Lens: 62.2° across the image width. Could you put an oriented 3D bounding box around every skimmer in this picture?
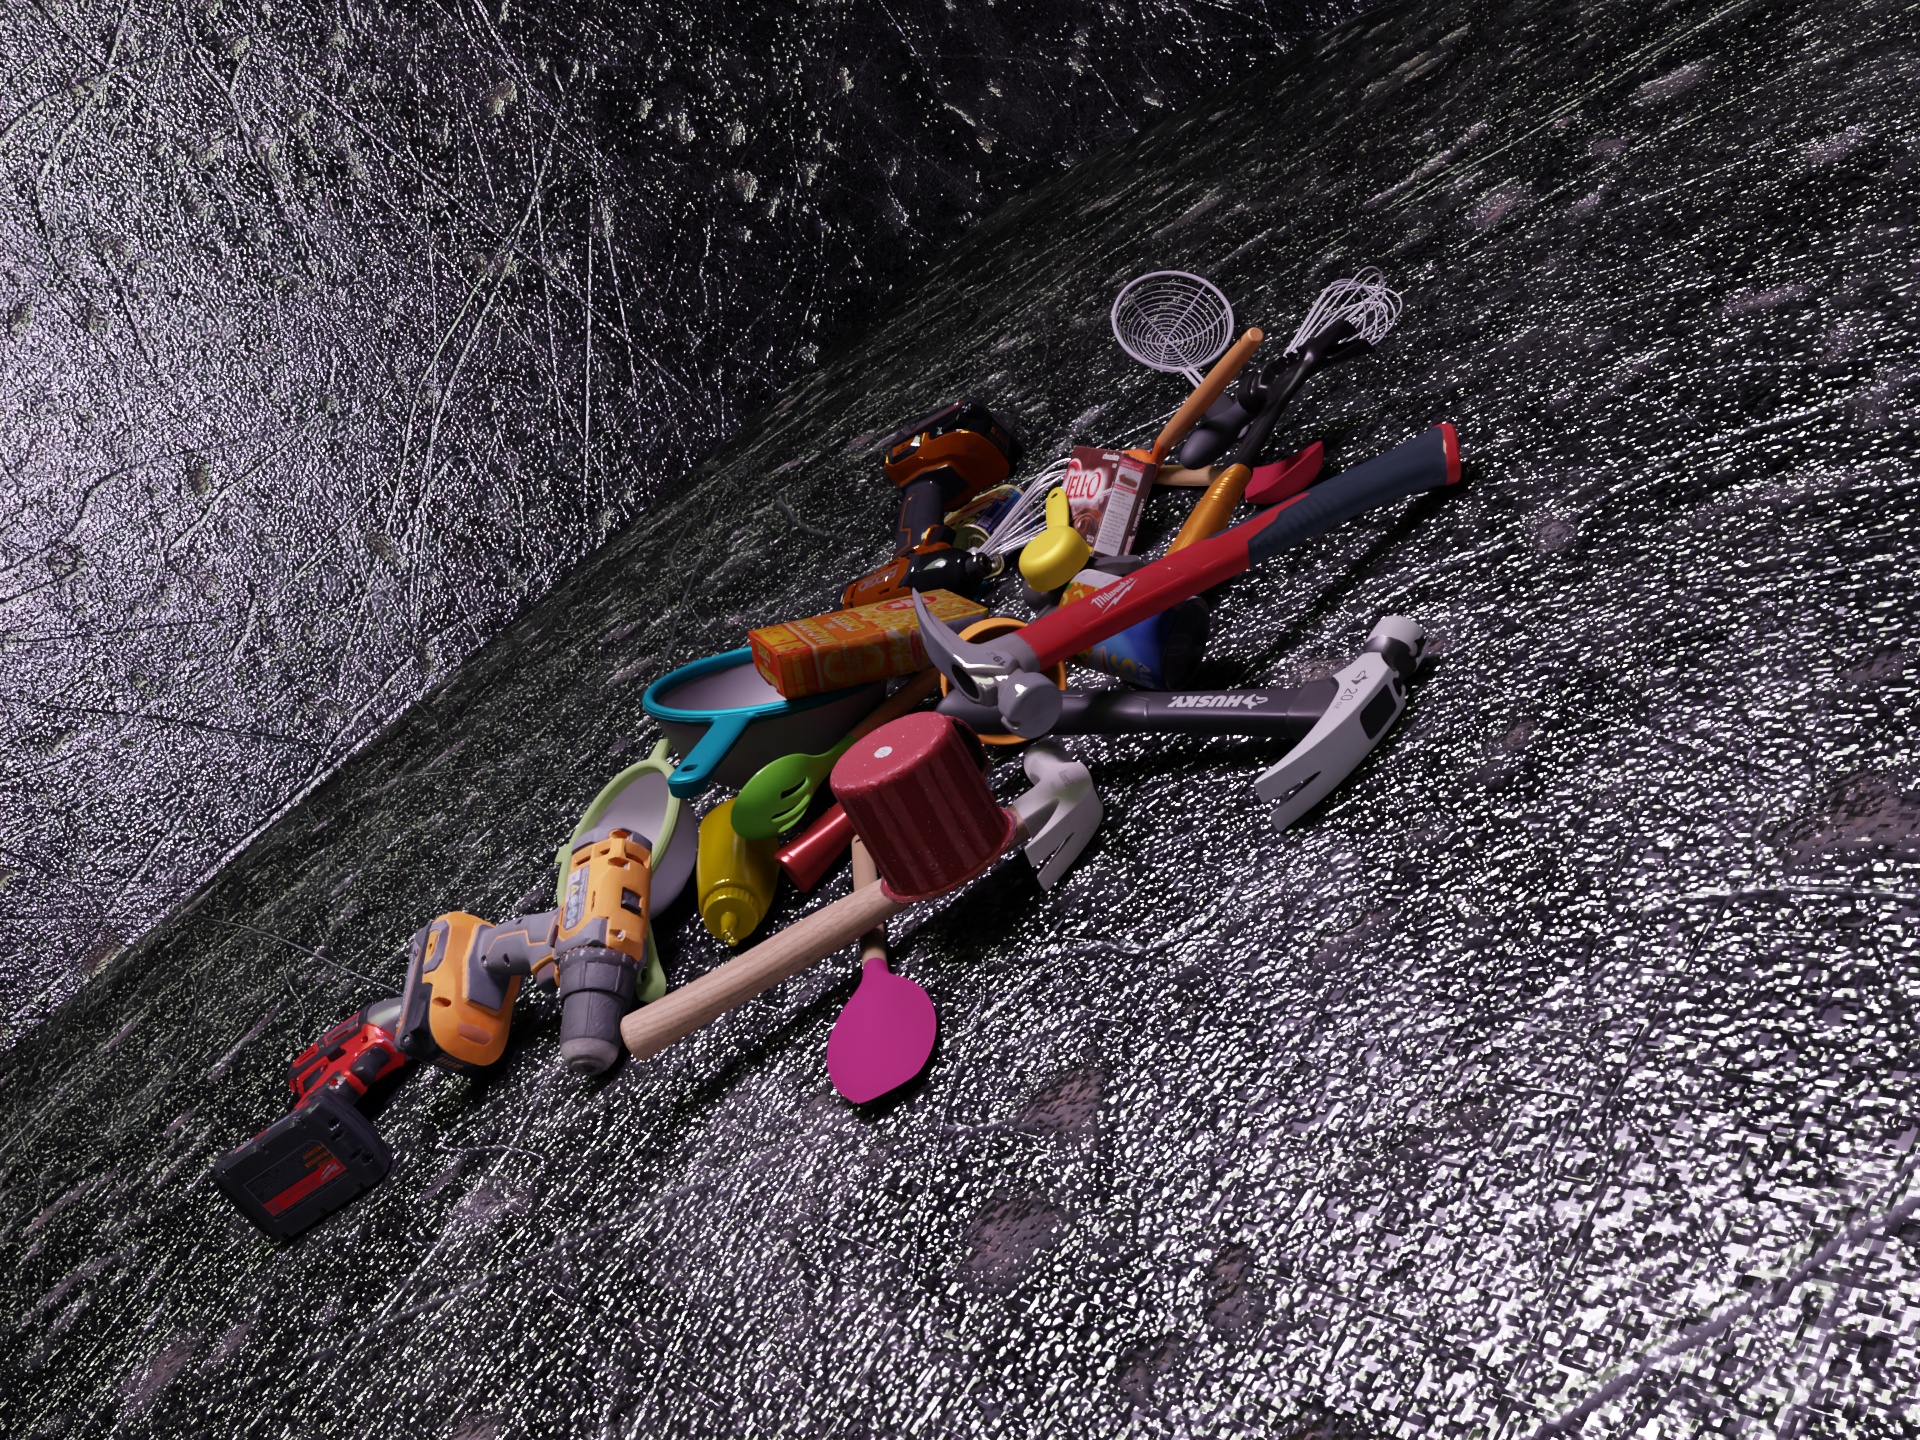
[{"bbox_3d":[0.229,-0.360,1.542,0.127,0.090,0.364,-3,25,-2],"label":"skimmer"}]

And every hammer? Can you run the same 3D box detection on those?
[{"bbox_3d":[0.107,-0.001,0.971,0.335,0.035,0.146,0,40,46],"label":"hammer"},{"bbox_3d":[0.158,-0.112,1.025,0.386,0.038,0.143,-26,41,-18],"label":"hammer"},{"bbox_3d":[-0.002,-0.004,1.210,0.359,0.036,0.149,-45,22,-24],"label":"hammer"},{"bbox_3d":[0.196,-0.162,1.173,0.127,0.034,0.337,-20,32,57],"label":"hammer"},{"bbox_3d":[-0.060,0.120,0.988,0.331,0.031,0.130,-29,21,-2],"label":"hammer"}]

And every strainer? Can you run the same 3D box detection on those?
[{"bbox_3d":[-0.159,0.023,1.256,0.211,0.095,0.340,-6,18,11],"label":"strainer"},{"bbox_3d":[-0.243,0.140,1.260,0.151,0.069,0.257,-46,36,13],"label":"strainer"}]

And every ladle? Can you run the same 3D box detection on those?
[{"bbox_3d":[0.210,-0.204,1.323,0.069,0.031,0.315,-39,19,-10],"label":"ladle"}]

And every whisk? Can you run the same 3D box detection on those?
[{"bbox_3d":[0.024,-0.154,1.451,0.246,0.059,0.057,-35,-17,17],"label":"whisk"},{"bbox_3d":[0.278,-0.296,1.345,0.284,0.070,0.070,-42,21,-24],"label":"whisk"}]

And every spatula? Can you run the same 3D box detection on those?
[{"bbox_3d":[0.171,-0.245,1.322,0.322,0.041,0.081,133,154,-69],"label":"spatula"}]

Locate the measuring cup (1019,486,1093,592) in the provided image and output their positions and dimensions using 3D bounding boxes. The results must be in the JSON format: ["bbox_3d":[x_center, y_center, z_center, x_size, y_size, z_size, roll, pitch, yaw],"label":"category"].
[{"bbox_3d":[0.074,-0.161,1.313,0.062,0.029,0.157,-29,31,21],"label":"measuring cup"}]

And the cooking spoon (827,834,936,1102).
[{"bbox_3d":[-0.054,0.143,0.998,0.069,0.017,0.319,-28,21,5],"label":"cooking spoon"}]

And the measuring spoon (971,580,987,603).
[{"bbox_3d":[-0.010,-0.097,1.445,0.042,0.021,0.129,-17,27,42],"label":"measuring spoon"}]

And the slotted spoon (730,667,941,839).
[{"bbox_3d":[-0.070,0.004,1.246,0.031,0.070,0.314,24,39,22],"label":"slotted spoon"}]

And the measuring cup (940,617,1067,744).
[{"bbox_3d":[0.004,0.003,1.147,0.173,0.095,0.052,-53,13,7],"label":"measuring cup"}]

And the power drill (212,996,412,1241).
[{"bbox_3d":[-0.496,0.303,1.282,0.143,0.078,0.220,-33,18,6],"label":"power drill"}]

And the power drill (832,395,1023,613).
[{"bbox_3d":[-0.017,-0.177,1.414,0.164,0.084,0.227,-18,44,41],"label":"power drill"}]

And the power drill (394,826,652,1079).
[{"bbox_3d":[-0.321,0.198,1.186,0.226,0.084,0.186,-27,47,28],"label":"power drill"}]
